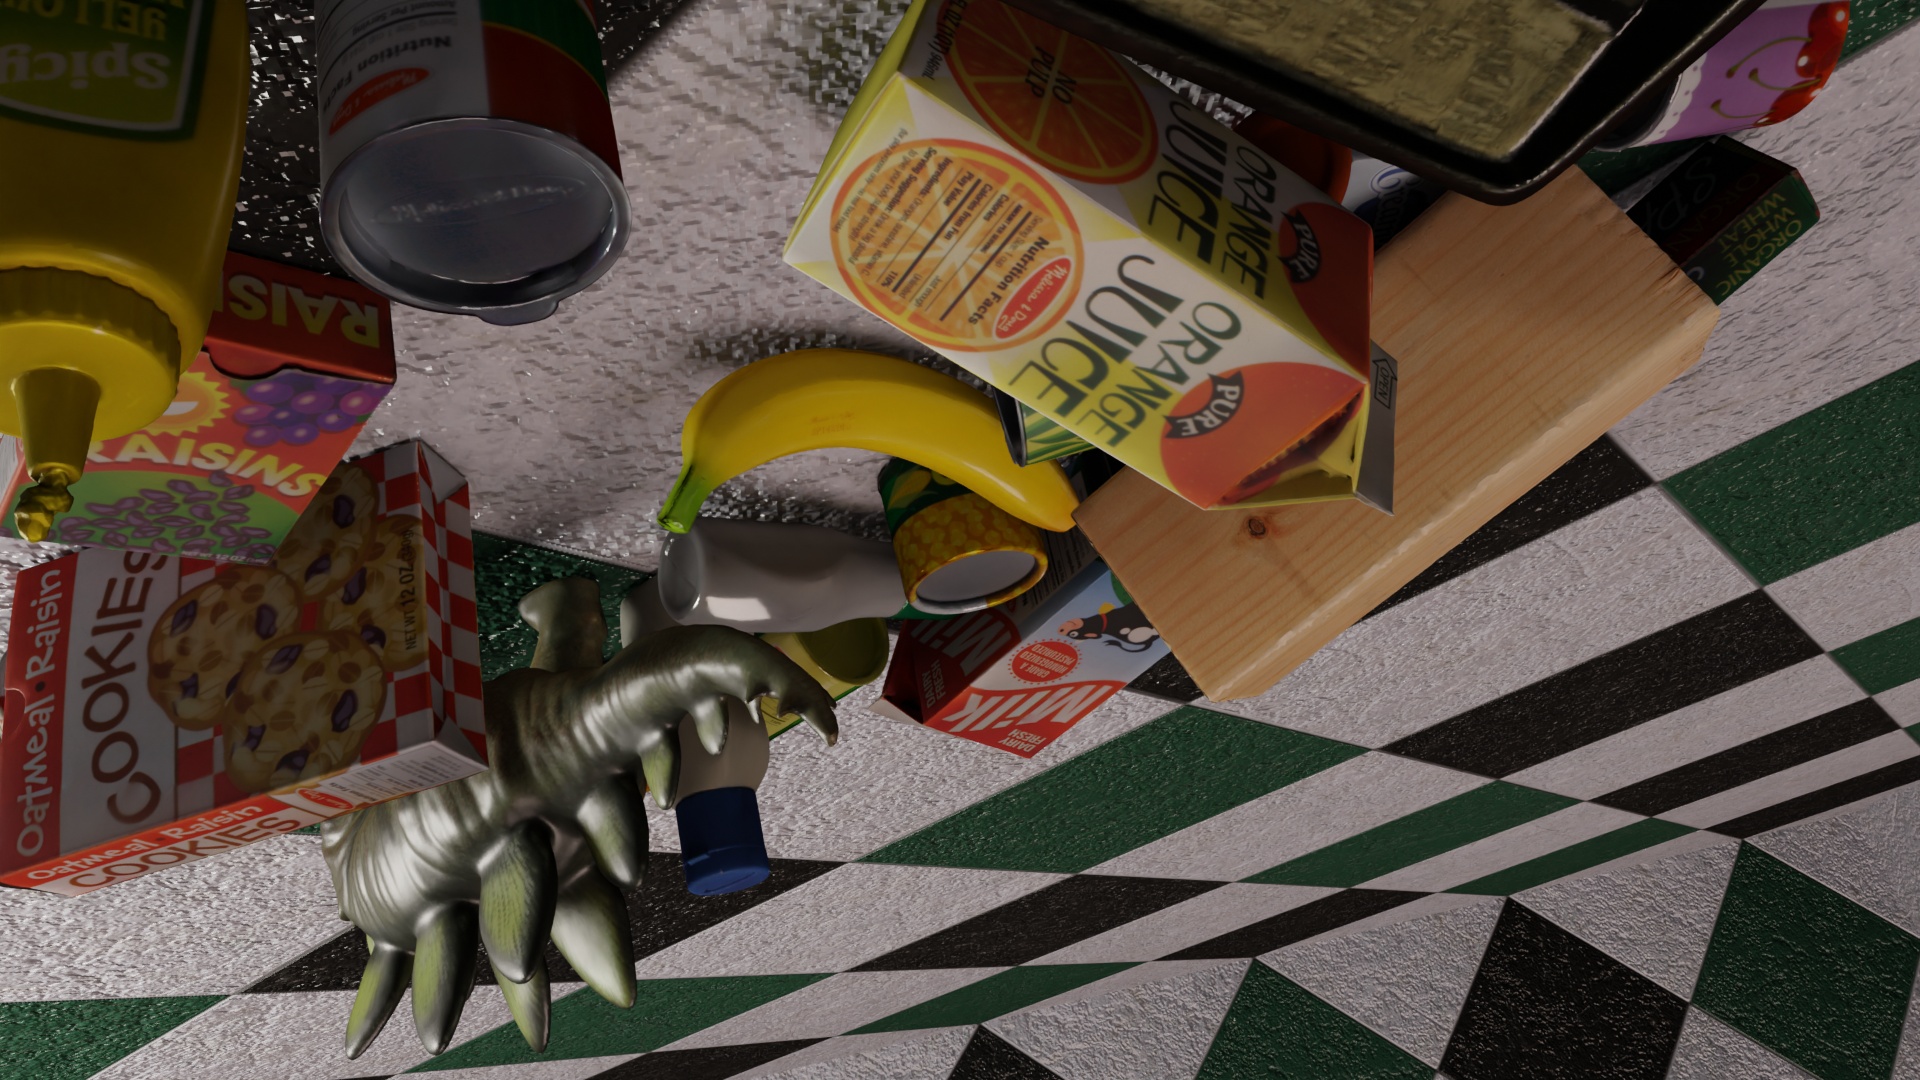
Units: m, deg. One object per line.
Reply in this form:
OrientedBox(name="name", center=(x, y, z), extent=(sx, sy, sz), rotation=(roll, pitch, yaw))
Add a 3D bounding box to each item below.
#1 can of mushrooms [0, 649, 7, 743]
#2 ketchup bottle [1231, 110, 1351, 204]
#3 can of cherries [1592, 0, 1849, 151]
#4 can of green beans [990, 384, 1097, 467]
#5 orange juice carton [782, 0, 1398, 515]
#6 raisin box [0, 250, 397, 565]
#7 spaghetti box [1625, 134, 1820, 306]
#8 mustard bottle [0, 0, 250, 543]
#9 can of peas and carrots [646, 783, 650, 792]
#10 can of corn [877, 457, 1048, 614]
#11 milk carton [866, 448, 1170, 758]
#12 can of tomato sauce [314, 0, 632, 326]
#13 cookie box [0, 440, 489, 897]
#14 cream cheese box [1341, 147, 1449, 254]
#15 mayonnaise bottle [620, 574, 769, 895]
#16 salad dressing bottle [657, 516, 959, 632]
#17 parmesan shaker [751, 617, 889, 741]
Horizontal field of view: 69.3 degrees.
OrientedBox(name="can of mushrooms", center=(-0.348, 0.064, 0.560), extent=(0.071, 0.071, 0.033), rotation=(1, 148, -30))
OrientedBox(name="ketchup bottle", center=(0.096, -0.089, 0.511), extent=(0.043, 0.065, 0.148), rotation=(27, 156, 7))
OrientedBox(name="can of cherries", center=(0.226, -0.157, 0.434), extent=(0.058, 0.072, 0.071), rotation=(-11, 154, -11))
OrientedBox(name="can of green beans", center=(0.042, -0.066, 0.517), extent=(0.058, 0.071, 0.071), rotation=(-14, 154, -4))
OrientedBox(name="orange juice carton", center=(0.054, -0.076, 0.404), extent=(0.192, 0.072, 0.072), rotation=(29, 138, -16))
OrientedBox(name="raisin box", center=(-0.246, -0.040, 0.442), extent=(0.086, 0.040, 0.123), rotation=(11, 143, -41))
OrientedBox(name="spaghetti box", center=(0.223, -0.059, 0.562), extent=(0.249, 0.050, 0.028), rotation=(-43, 117, 15))
OrientedBox(name="mustard bottle", center=(-0.178, -0.071, 0.279), extent=(0.065, 0.161, 0.048), rotation=(2, 148, -33))
OrientedBox(name="can of peas and carrots", center=(-0.193, 0.108, 0.733), extent=(0.059, 0.071, 0.070), rotation=(-20, 154, 8))
OrientedBox(name="can of corn", center=(0.002, -0.008, 0.619), extent=(0.071, 0.058, 0.071), rotation=(-12, 154, -6))
OrientedBox(name="milk carton", center=(0.037, 0.044, 0.684), extent=(0.072, 0.074, 0.189), rotation=(24, 128, -34))
OrientedBox(name="can of tomato sauce", center=(-0.117, -0.105, 0.332), extent=(0.071, 0.083, 0.071), rotation=(-12, 154, -6))
OrientedBox(name="cookie box", center=(-0.263, 0.046, 0.508), extent=(0.167, 0.123, 0.040), rotation=(-17, 153, 5))
OrientedBox(name="cream cheese box", center=(0.149, -0.118, 0.518), extent=(0.053, 0.024, 0.103), rotation=(-12, 154, -10))
OrientedBox(name="mayonnaise bottle", center=(-0.117, 0.084, 0.635), extent=(0.064, 0.148, 0.041), rotation=(-27, 152, 23))
OrientedBox(name="salad dressing bottle", center=(-0.062, 0.017, 0.633), extent=(0.148, 0.064, 0.043), rotation=(4, 113, -39))
OrientedBox(name="parmesan shaker", center=(-0.096, 0.060, 0.697), extent=(0.102, 0.071, 0.071), rotation=(-32, 149, 33))
